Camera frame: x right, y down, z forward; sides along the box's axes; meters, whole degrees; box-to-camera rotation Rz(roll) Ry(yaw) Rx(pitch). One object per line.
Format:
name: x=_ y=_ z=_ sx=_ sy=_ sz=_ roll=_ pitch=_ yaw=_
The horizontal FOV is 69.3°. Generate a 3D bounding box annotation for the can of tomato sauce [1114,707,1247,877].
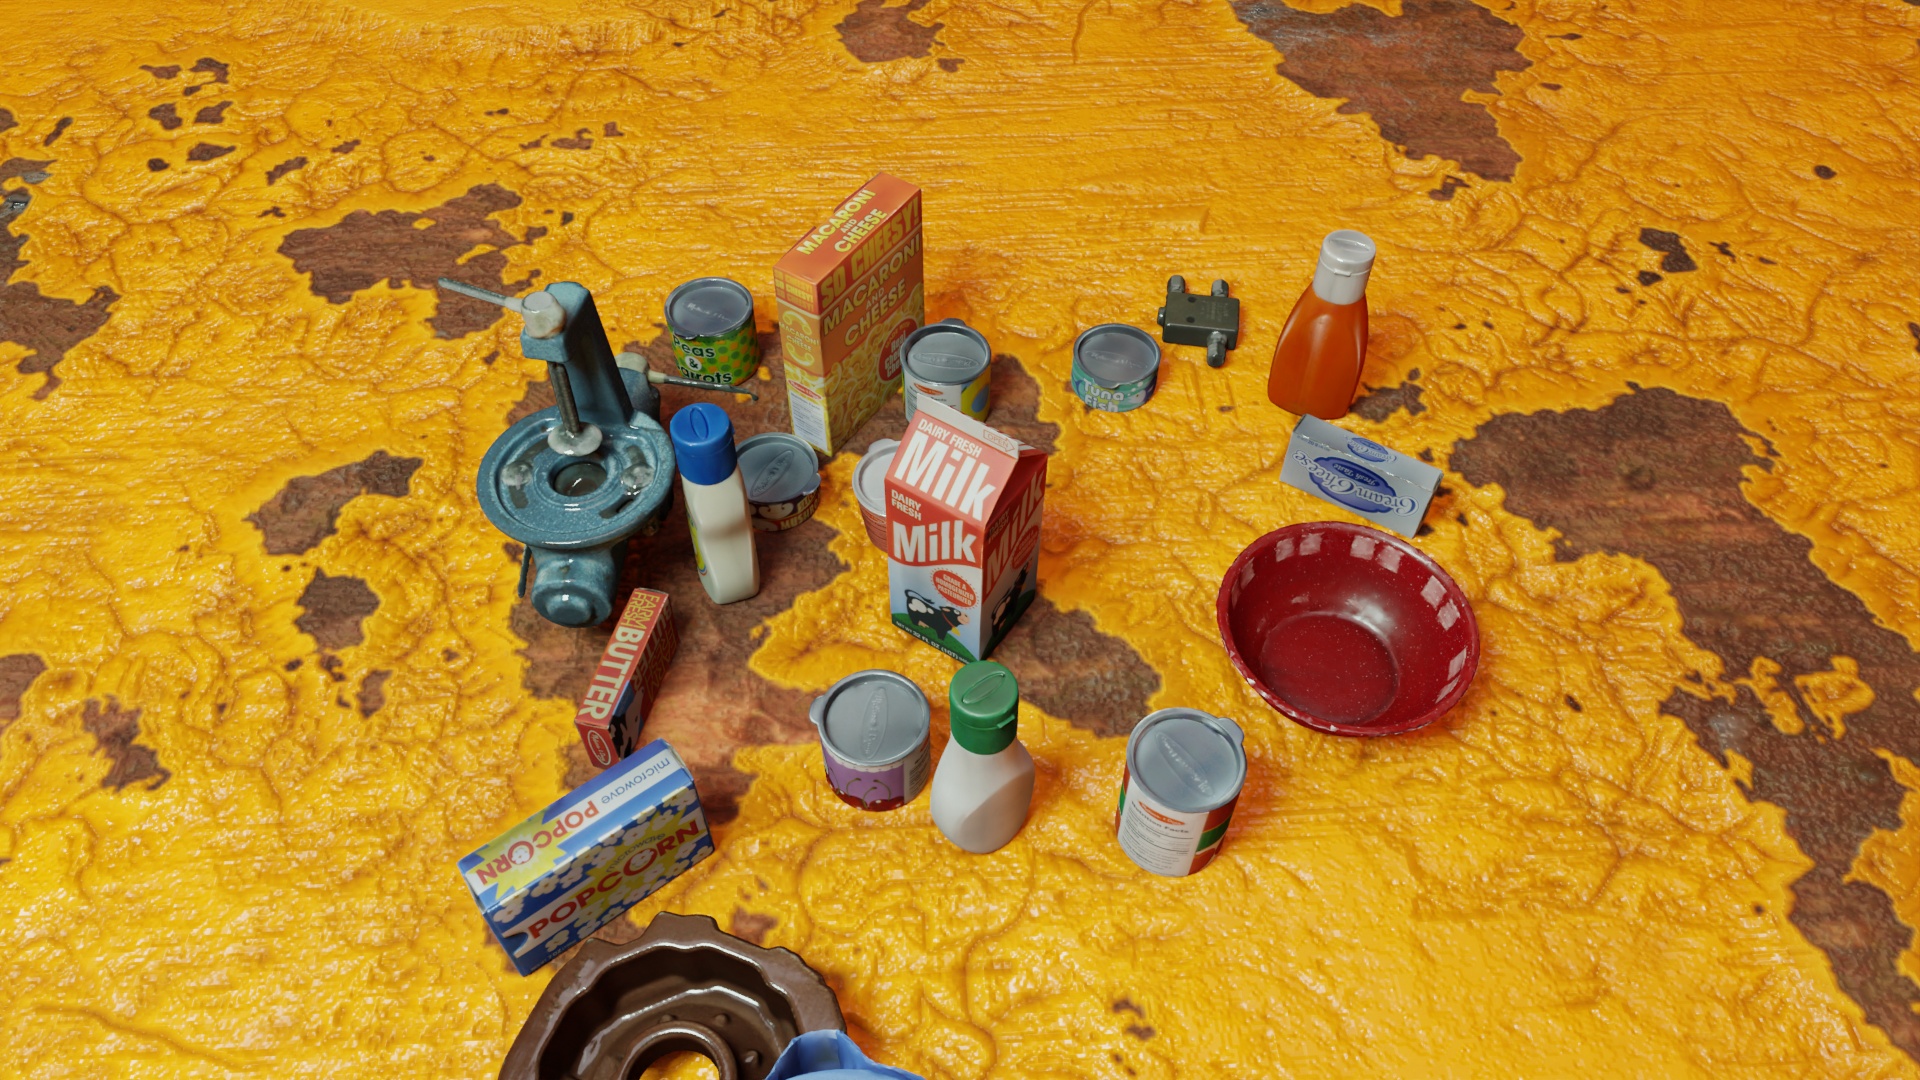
can of tomato sauce: x=0.126 y=0.144 z=0.797 sx=0.071 sy=0.082 sz=0.071 roll=0 pitch=51 yaw=0

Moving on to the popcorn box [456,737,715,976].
popcorn box: x=-0.203 y=0.175 z=0.768 sx=0.127 sy=0.084 sz=0.038 roll=-31 pitch=58 yaw=-23

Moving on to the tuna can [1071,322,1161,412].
tuna can: x=0.116 y=-0.129 z=1.050 sx=0.071 sy=0.032 sz=0.071 roll=0 pitch=51 yaw=0

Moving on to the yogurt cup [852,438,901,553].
yogurt cup: x=-0.039 y=-0.026 z=0.952 sx=0.072 sy=0.053 sz=0.073 roll=0 pitch=51 yaw=0

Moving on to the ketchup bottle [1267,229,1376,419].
ketchup bottle: x=0.263 y=-0.153 z=0.996 sx=0.065 sy=0.148 sz=0.044 roll=15 pitch=53 yaw=12

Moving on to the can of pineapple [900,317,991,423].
can of pineapple: x=-0.010 y=-0.119 z=1.025 sx=0.071 sy=0.057 sz=0.071 roll=0 pitch=51 yaw=0

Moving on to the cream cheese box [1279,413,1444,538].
cream cheese box: x=0.279 y=-0.045 z=0.970 sx=0.104 sy=0.053 sz=0.024 roll=26 pitch=56 yaw=19

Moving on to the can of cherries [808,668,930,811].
can of cherries: x=-0.053 y=0.119 z=0.831 sx=0.071 sy=0.058 sz=0.072 roll=0 pitch=51 yaw=0

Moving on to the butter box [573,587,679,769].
butter box: x=-0.205 y=0.085 z=0.861 sx=0.024 sy=0.052 sz=0.104 roll=10 pitch=52 yaw=8

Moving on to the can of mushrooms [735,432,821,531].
can of mushrooms: x=-0.130 y=-0.040 z=0.976 sx=0.071 sy=0.033 sz=0.071 roll=0 pitch=51 yaw=0

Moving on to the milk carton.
milk carton: x=0.003 y=-0.011 z=0.853 sx=0.072 sy=0.189 sz=0.074 roll=27 pitch=56 yaw=20

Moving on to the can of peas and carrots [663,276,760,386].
can of peas and carrots: x=-0.188 y=-0.155 z=1.052 sx=0.071 sy=0.058 sz=0.071 roll=0 pitch=51 yaw=0

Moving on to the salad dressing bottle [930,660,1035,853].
salad dressing bottle: x=0.013 y=0.122 z=0.773 sx=0.064 sy=0.146 sz=0.044 roll=-31 pitch=58 yaw=-23

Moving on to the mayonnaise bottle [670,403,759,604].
mayonnaise bottle: x=-0.157 y=-0.025 z=0.890 sx=0.041 sy=0.147 sz=0.065 roll=-15 pitch=53 yaw=-12

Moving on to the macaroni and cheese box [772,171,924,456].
macaroni and cheese box: x=-0.076 y=-0.159 z=0.987 sx=0.040 sy=0.165 sz=0.124 roll=27 pitch=56 yaw=20
